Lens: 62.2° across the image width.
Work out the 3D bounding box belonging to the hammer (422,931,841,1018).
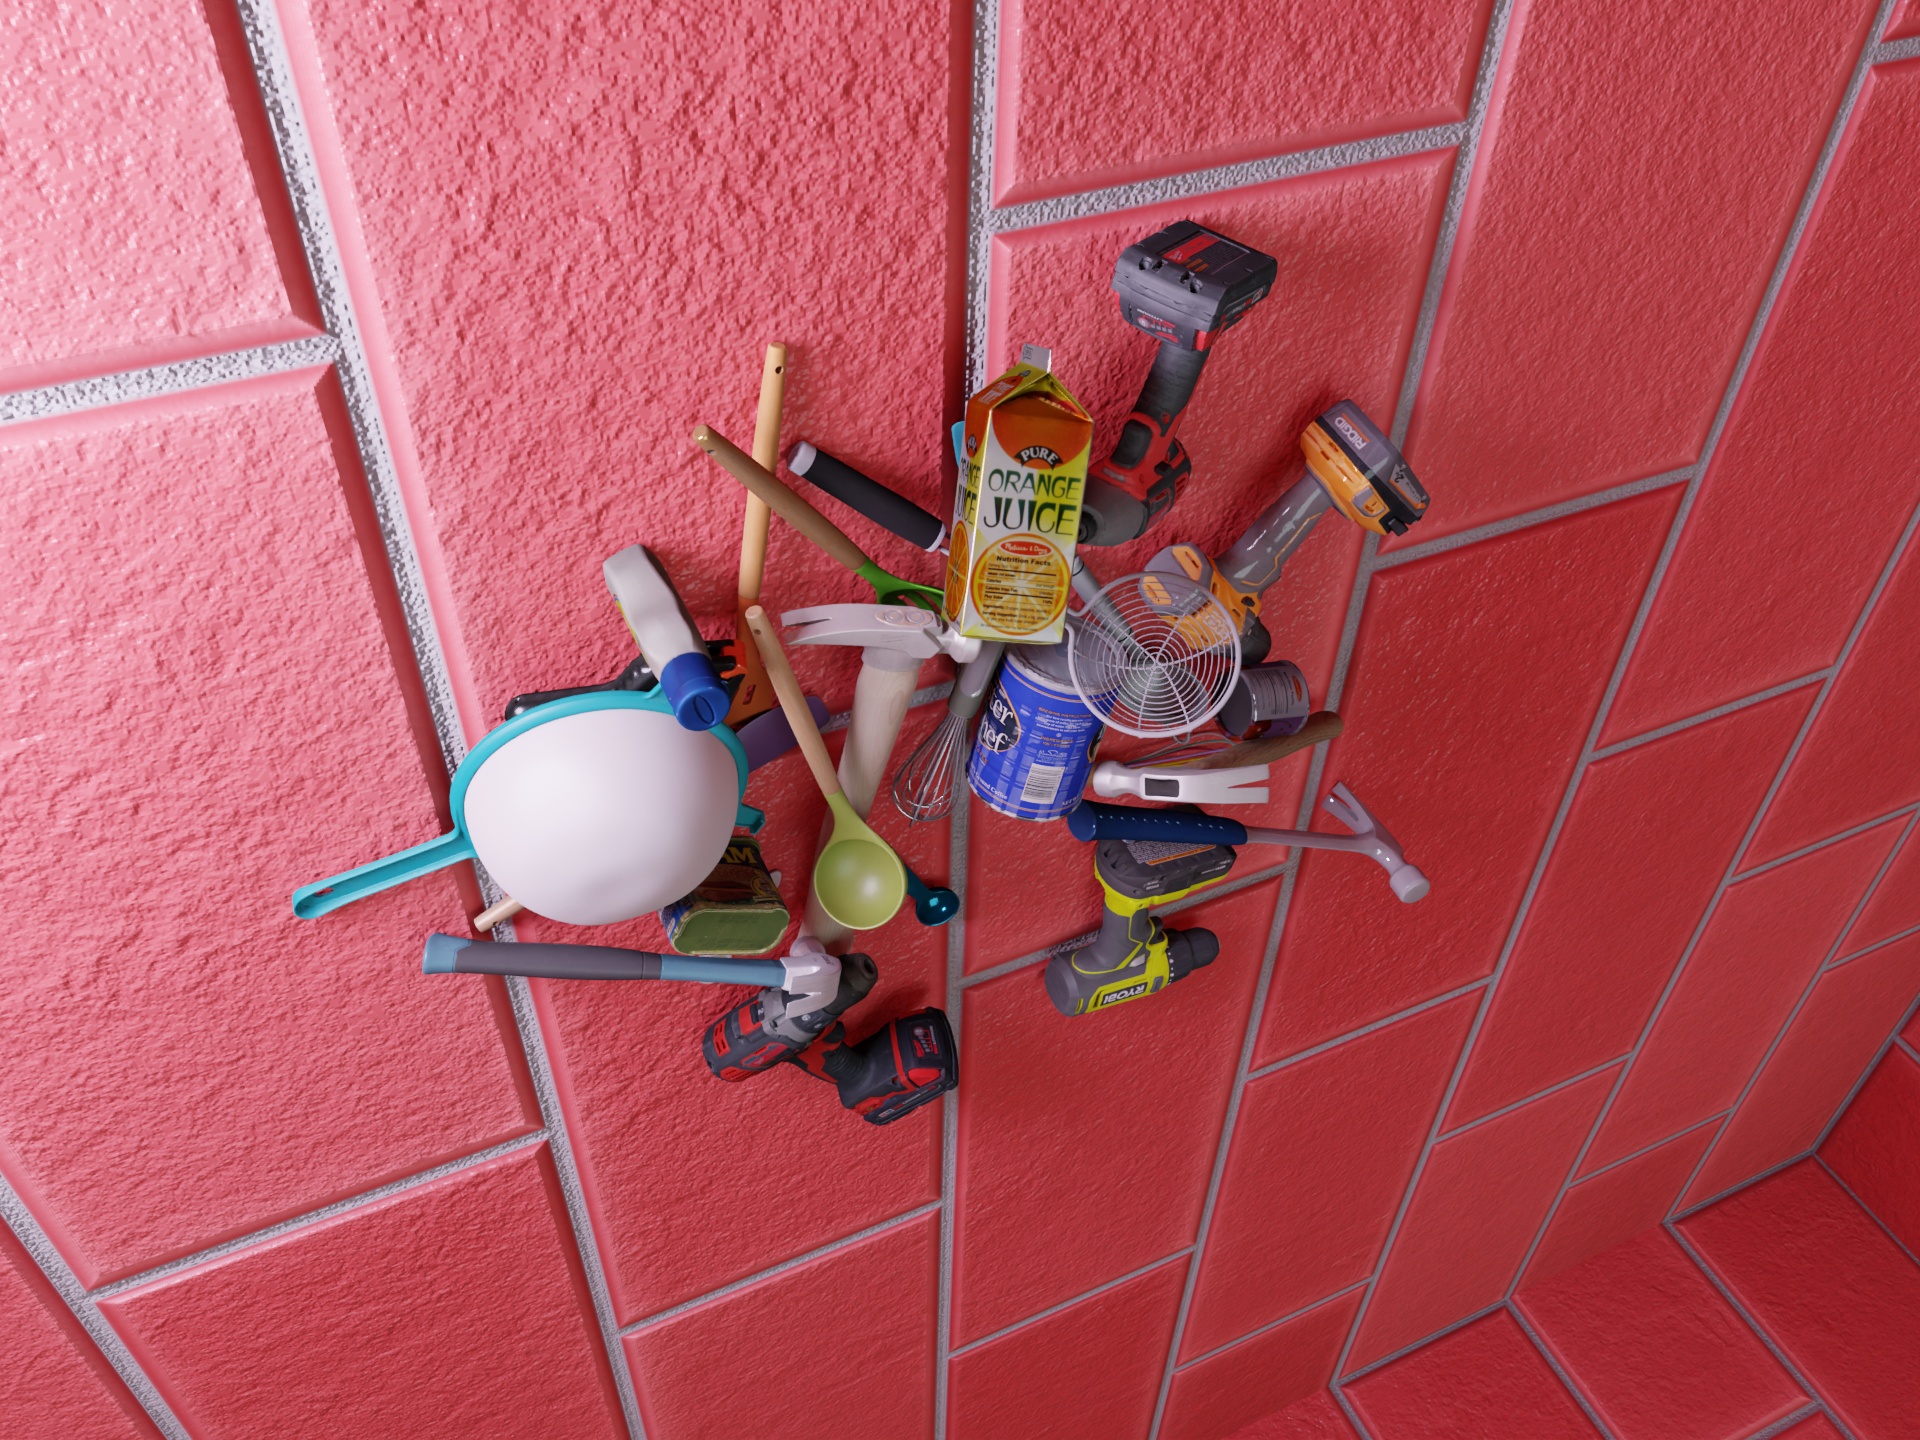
[{"bbox_3d":[-0.254,0.194,1.263,0.331,0.128,0.033,6,98,-20],"label":"hammer"}]

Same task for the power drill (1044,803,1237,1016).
[{"bbox_3d":[0.193,0.192,1.580,0.190,0.080,0.228,-12,137,-23],"label":"power drill"}]

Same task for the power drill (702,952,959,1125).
[{"bbox_3d":[-0.098,0.287,1.457,0.188,0.080,0.226,-34,139,25],"label":"power drill"}]

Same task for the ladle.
[{"bbox_3d":[-0.107,0.043,1.186,0.078,0.062,0.319,-1,137,17],"label":"ladle"}]

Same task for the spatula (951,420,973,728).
[{"bbox_3d":[0.018,-0.105,1.211,0.082,0.044,0.317,-2,133,-10],"label":"spatula"}]

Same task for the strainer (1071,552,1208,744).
[{"bbox_3d":[0.141,-0.068,1.326,0.087,0.050,0.258,-3,146,34],"label":"strainer"}]

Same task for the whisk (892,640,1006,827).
[{"bbox_3d":[-0.002,-0.004,1.270,0.058,0.059,0.246,22,129,-1],"label":"whisk"}]

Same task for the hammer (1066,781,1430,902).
[{"bbox_3d":[0.268,0.103,1.501,0.405,0.144,0.035,7,127,-34],"label":"hammer"}]

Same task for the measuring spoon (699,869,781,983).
[{"bbox_3d":[-0.191,0.174,1.366,0.034,0.018,0.124,23,108,-43],"label":"measuring spoon"}]

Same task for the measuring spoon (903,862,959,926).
[{"bbox_3d":[-0.046,0.142,1.428,0.042,0.021,0.128,-39,129,6],"label":"measuring spoon"}]

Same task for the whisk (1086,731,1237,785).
[{"bbox_3d":[0.161,0.045,1.449,0.245,0.047,0.051,-5,121,-23],"label":"whisk"}]

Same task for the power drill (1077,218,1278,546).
[{"bbox_3d":[0.134,-0.224,1.114,0.143,0.078,0.219,-40,154,-47],"label":"power drill"}]

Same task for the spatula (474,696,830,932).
[{"bbox_3d":[-0.240,0.072,1.230,0.316,0.018,0.059,-33,148,-2],"label":"spatula"}]

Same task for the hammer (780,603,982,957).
[{"bbox_3d":[-0.098,0.068,1.280,0.146,0.038,0.410,1,135,-17],"label":"hammer"}]

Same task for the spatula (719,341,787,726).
[{"bbox_3d":[-0.149,-0.114,1.113,0.081,0.041,0.322,-7,128,-27],"label":"spatula"}]

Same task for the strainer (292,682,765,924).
[{"bbox_3d":[-0.307,0.103,1.121,0.340,0.095,0.210,-20,143,-1],"label":"strainer"}]

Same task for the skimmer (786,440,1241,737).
[{"bbox_3d":[0.043,-0.103,1.134,0.363,0.090,0.127,28,84,-29],"label":"skimmer"}]

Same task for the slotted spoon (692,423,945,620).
[{"bbox_3d":[-0.084,-0.124,1.111,0.070,0.031,0.313,-10,154,28],"label":"slotted spoon"}]

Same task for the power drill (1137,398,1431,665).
[{"bbox_3d":[0.273,-0.139,1.317,0.226,0.084,0.185,-40,146,14],"label":"power drill"}]

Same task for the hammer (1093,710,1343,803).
[{"bbox_3d":[0.257,0.029,1.392,0.331,0.130,0.031,-15,106,-52],"label":"hammer"}]
